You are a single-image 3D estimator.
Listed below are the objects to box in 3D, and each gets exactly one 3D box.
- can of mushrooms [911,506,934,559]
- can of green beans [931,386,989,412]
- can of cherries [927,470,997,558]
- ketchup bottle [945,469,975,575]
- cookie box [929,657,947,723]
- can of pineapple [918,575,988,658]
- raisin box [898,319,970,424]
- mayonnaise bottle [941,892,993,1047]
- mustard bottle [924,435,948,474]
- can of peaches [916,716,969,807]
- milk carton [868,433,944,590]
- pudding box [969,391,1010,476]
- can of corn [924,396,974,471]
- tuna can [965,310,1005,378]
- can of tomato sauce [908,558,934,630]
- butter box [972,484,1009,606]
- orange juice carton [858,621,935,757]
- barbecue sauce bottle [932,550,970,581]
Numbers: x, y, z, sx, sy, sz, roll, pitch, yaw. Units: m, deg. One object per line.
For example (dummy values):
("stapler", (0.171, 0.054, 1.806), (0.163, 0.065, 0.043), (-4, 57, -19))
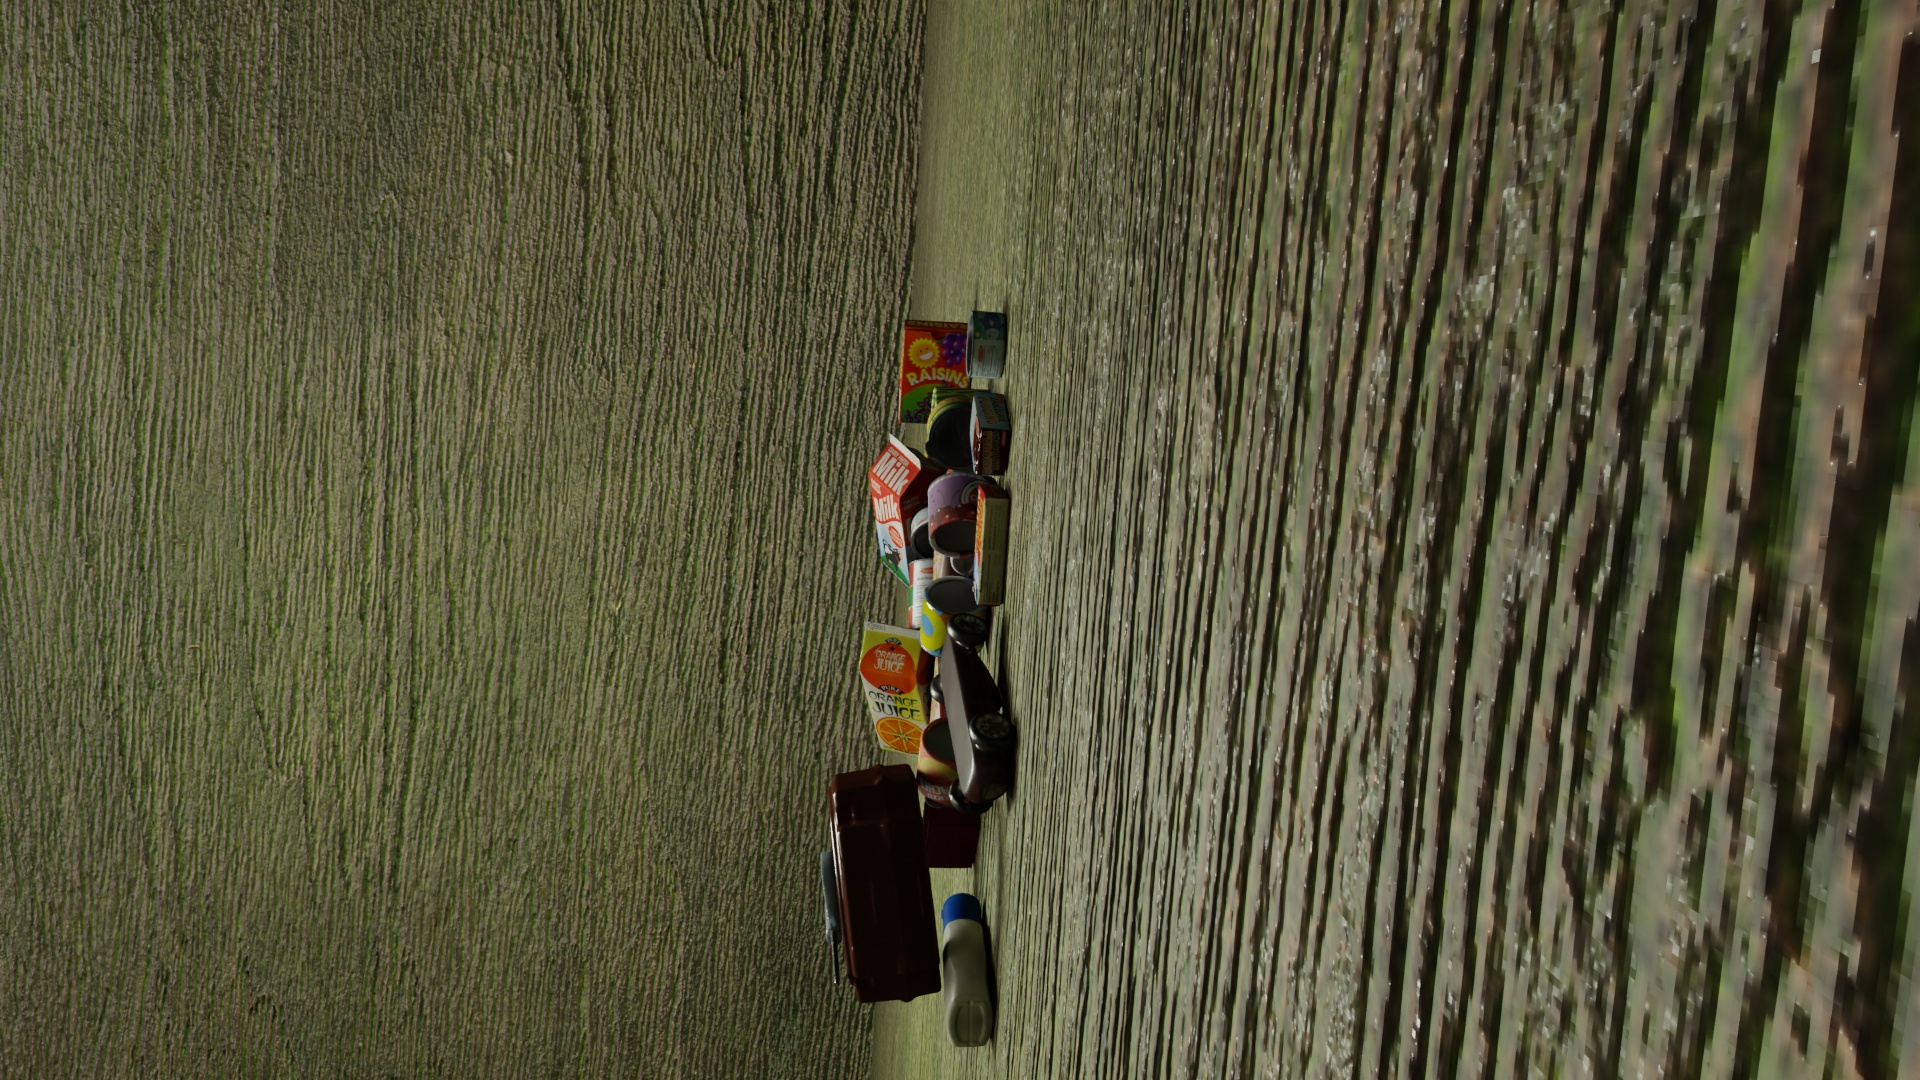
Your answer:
("can of mushrooms", (-0.025, -0.006, 1.641), (0.034, 0.071, 0.070), (-94, 8, -51))
("can of green beans", (-0.001, -0.129, 1.472), (0.071, 0.058, 0.071), (-173, 86, -85))
("can of cherries", (0.004, -0.025, 1.335), (0.071, 0.071, 0.059), (99, 171, -52))
("ketchup bottle", (0.005, -0.018, 1.431), (0.149, 0.043, 0.064), (-97, 11, -59))
("cookie box", (-0.009, 0.207, 1.498), (0.168, 0.040, 0.122), (-94, 8, -59))
("can of pineapple", (-0.005, 0.077, 1.376), (0.071, 0.071, 0.057), (-95, 9, -55))
("raisin box", (-0.031, -0.204, 1.693), (0.040, 0.086, 0.122), (-94, 8, -64))
("mayonnaise bottle", (0.005, 0.377, 1.241), (0.149, 0.041, 0.064), (-95, 5, -64))
("mustard bottle", (-0.024, -0.072, 1.757), (0.159, 0.049, 0.065), (98, 168, -51))
("can of peaches", (-0.008, 0.210, 1.315), (0.071, 0.071, 0.057), (-94, 9, -53))
("milk carton", (-0.058, -0.039, 1.690), (0.072, 0.074, 0.189), (42, 149, 42))
("pudding box", (0.027, -0.100, 1.301), (0.084, 0.030, 0.049), (-96, 11, -60))
("can of corn", (-0.003, -0.108, 1.411), (0.058, 0.071, 0.071), (-101, 14, -73))
("tuna can", (0.024, -0.193, 1.360), (0.071, 0.033, 0.071), (-173, 86, -85))
("can of tomato sauce", (-0.028, 0.069, 1.632), (0.071, 0.071, 0.083), (110, 162, -73))
("butter box", (0.027, 0.004, 1.271), (0.053, 0.024, 0.103), (-110, 23, -76))
("orange juice carton", (-0.063, 0.163, 1.609), (0.191, 0.072, 0.073), (80, -153, -43))
("barbecue sauce bottle", (-0.010, 0.034, 1.568), (0.065, 0.044, 0.148), (138, 134, -80))
